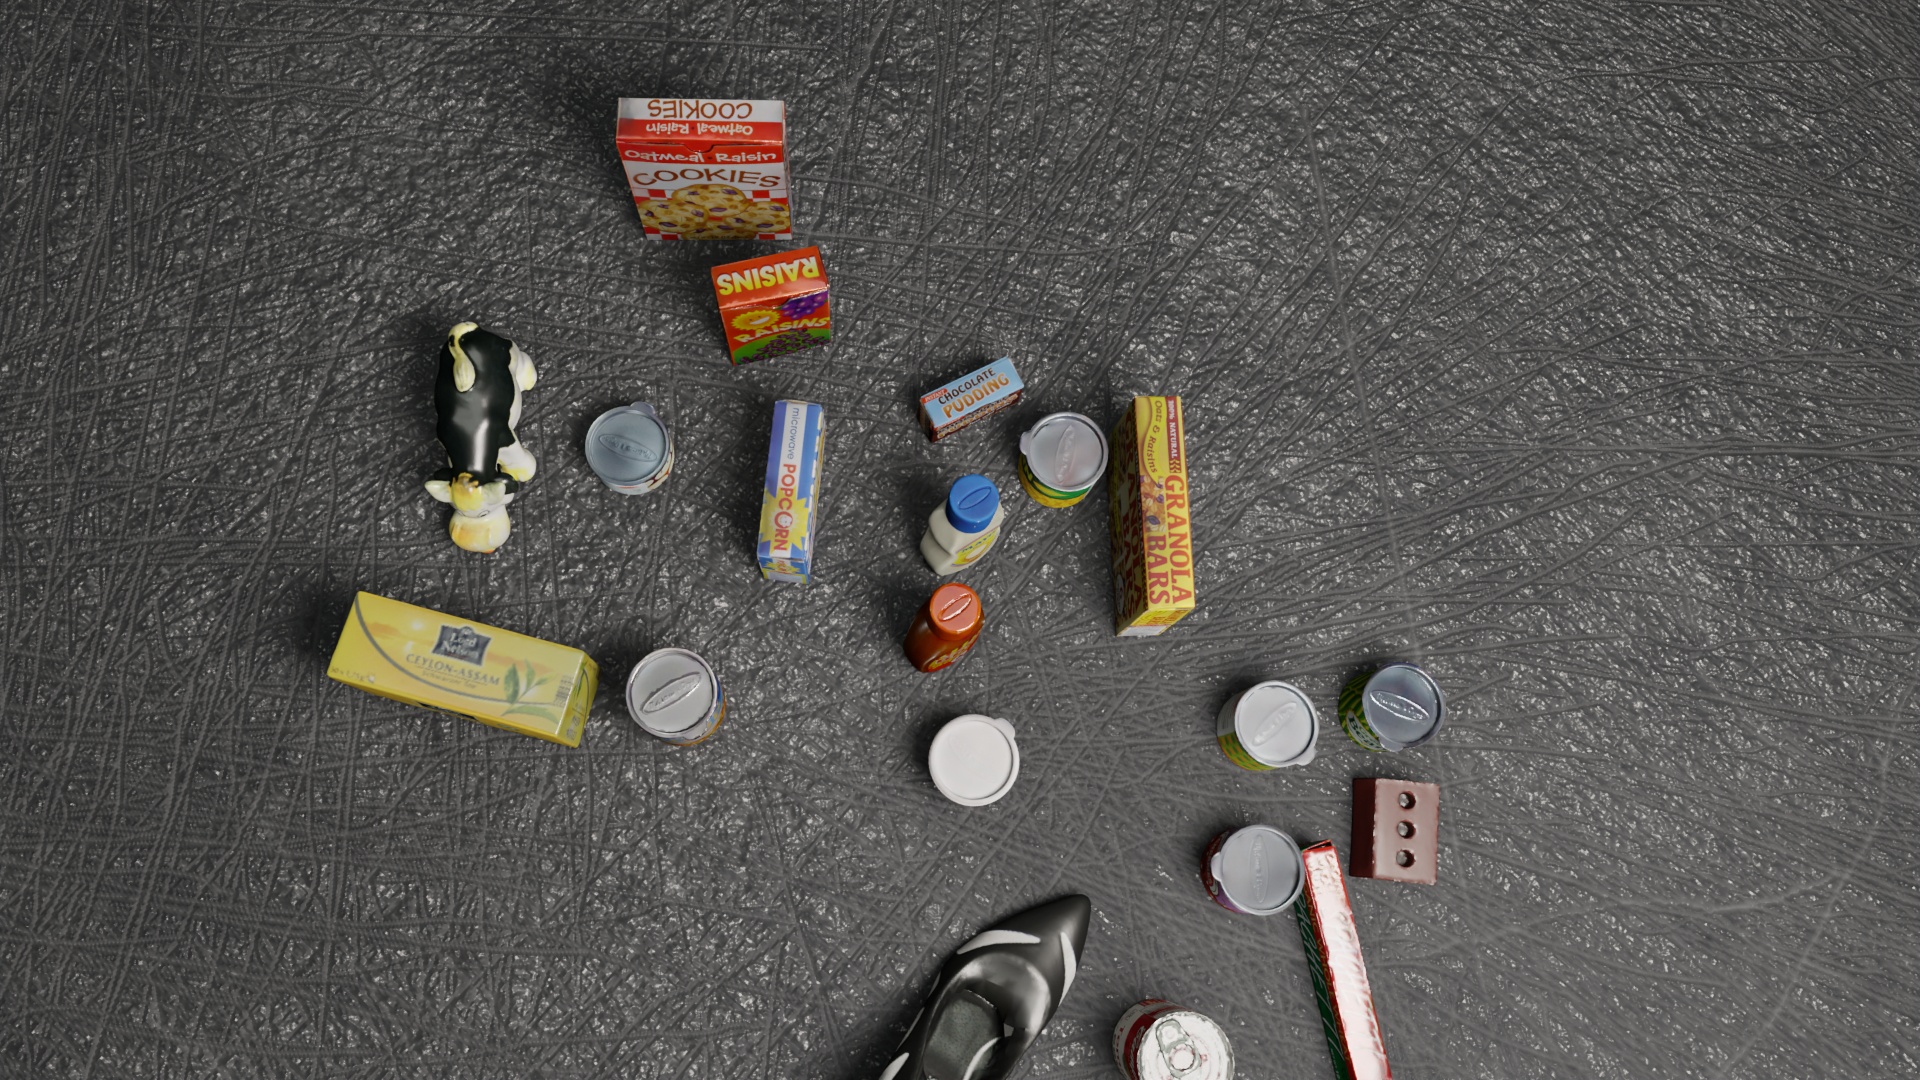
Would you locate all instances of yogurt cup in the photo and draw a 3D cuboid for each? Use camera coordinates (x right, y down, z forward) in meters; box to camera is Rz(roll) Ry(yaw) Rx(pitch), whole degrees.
[{"bbox_3d":[0.008,0.170,1.063,0.072,0.054,0.072,1,76,-5],"label":"yogurt cup"}]

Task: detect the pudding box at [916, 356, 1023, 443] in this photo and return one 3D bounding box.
[{"bbox_3d":[0.008,-0.115,1.135,0.084,0.049,0.030,-26,80,-10],"label":"pudding box"}]

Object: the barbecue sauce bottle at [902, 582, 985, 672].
[{"bbox_3d":[-0.010,0.063,1.039,0.065,0.148,0.044,-35,82,-11],"label":"barbecue sauce bottle"}]

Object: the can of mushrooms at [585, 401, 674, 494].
[{"bbox_3d":[-0.262,-0.074,1.110,0.071,0.033,0.071,1,76,-5],"label":"can of mushrooms"}]

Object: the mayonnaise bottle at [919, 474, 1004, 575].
[{"bbox_3d":[0.004,-0.013,1.059,0.065,0.147,0.041,-32,81,-11],"label":"mayonnaise bottle"}]

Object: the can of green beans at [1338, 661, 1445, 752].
[{"bbox_3d":[0.340,0.133,1.098,0.071,0.057,0.071,1,76,-5],"label":"can of green beans"}]

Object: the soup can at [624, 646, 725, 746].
[{"bbox_3d":[-0.210,0.121,1.041,0.071,0.083,0.071,1,77,-5],"label":"soup can"}]

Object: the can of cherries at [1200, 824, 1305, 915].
[{"bbox_3d":[0.219,0.250,1.059,0.071,0.058,0.071,1,76,-5],"label":"can of cherries"}]

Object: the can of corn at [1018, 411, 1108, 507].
[{"bbox_3d":[0.079,-0.065,1.124,0.071,0.058,0.071,1,76,-5],"label":"can of corn"}]

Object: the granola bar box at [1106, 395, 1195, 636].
[{"bbox_3d":[0.147,-0.016,1.084,0.039,0.124,0.166,-1,77,-5],"label":"granola bar box"}]

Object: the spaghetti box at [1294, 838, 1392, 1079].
[{"bbox_3d":[0.291,0.352,1.044,0.029,0.050,0.250,-10,77,-7],"label":"spaghetti box"}]

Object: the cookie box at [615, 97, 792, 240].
[{"bbox_3d":[-0.197,-0.289,1.099,0.123,0.167,0.040,-1,77,-5],"label":"cookie box"}]

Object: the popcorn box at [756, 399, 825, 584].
[{"bbox_3d":[-0.131,-0.037,1.085,0.038,0.085,0.127,6,76,-3],"label":"popcorn box"}]

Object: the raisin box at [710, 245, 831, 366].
[{"bbox_3d":[-0.148,-0.184,1.100,0.086,0.123,0.040,-13,78,-8],"label":"raisin box"}]

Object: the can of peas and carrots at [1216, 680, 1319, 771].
[{"bbox_3d":[0.241,0.148,1.086,0.071,0.058,0.071,1,76,-5],"label":"can of peas and carrots"}]
